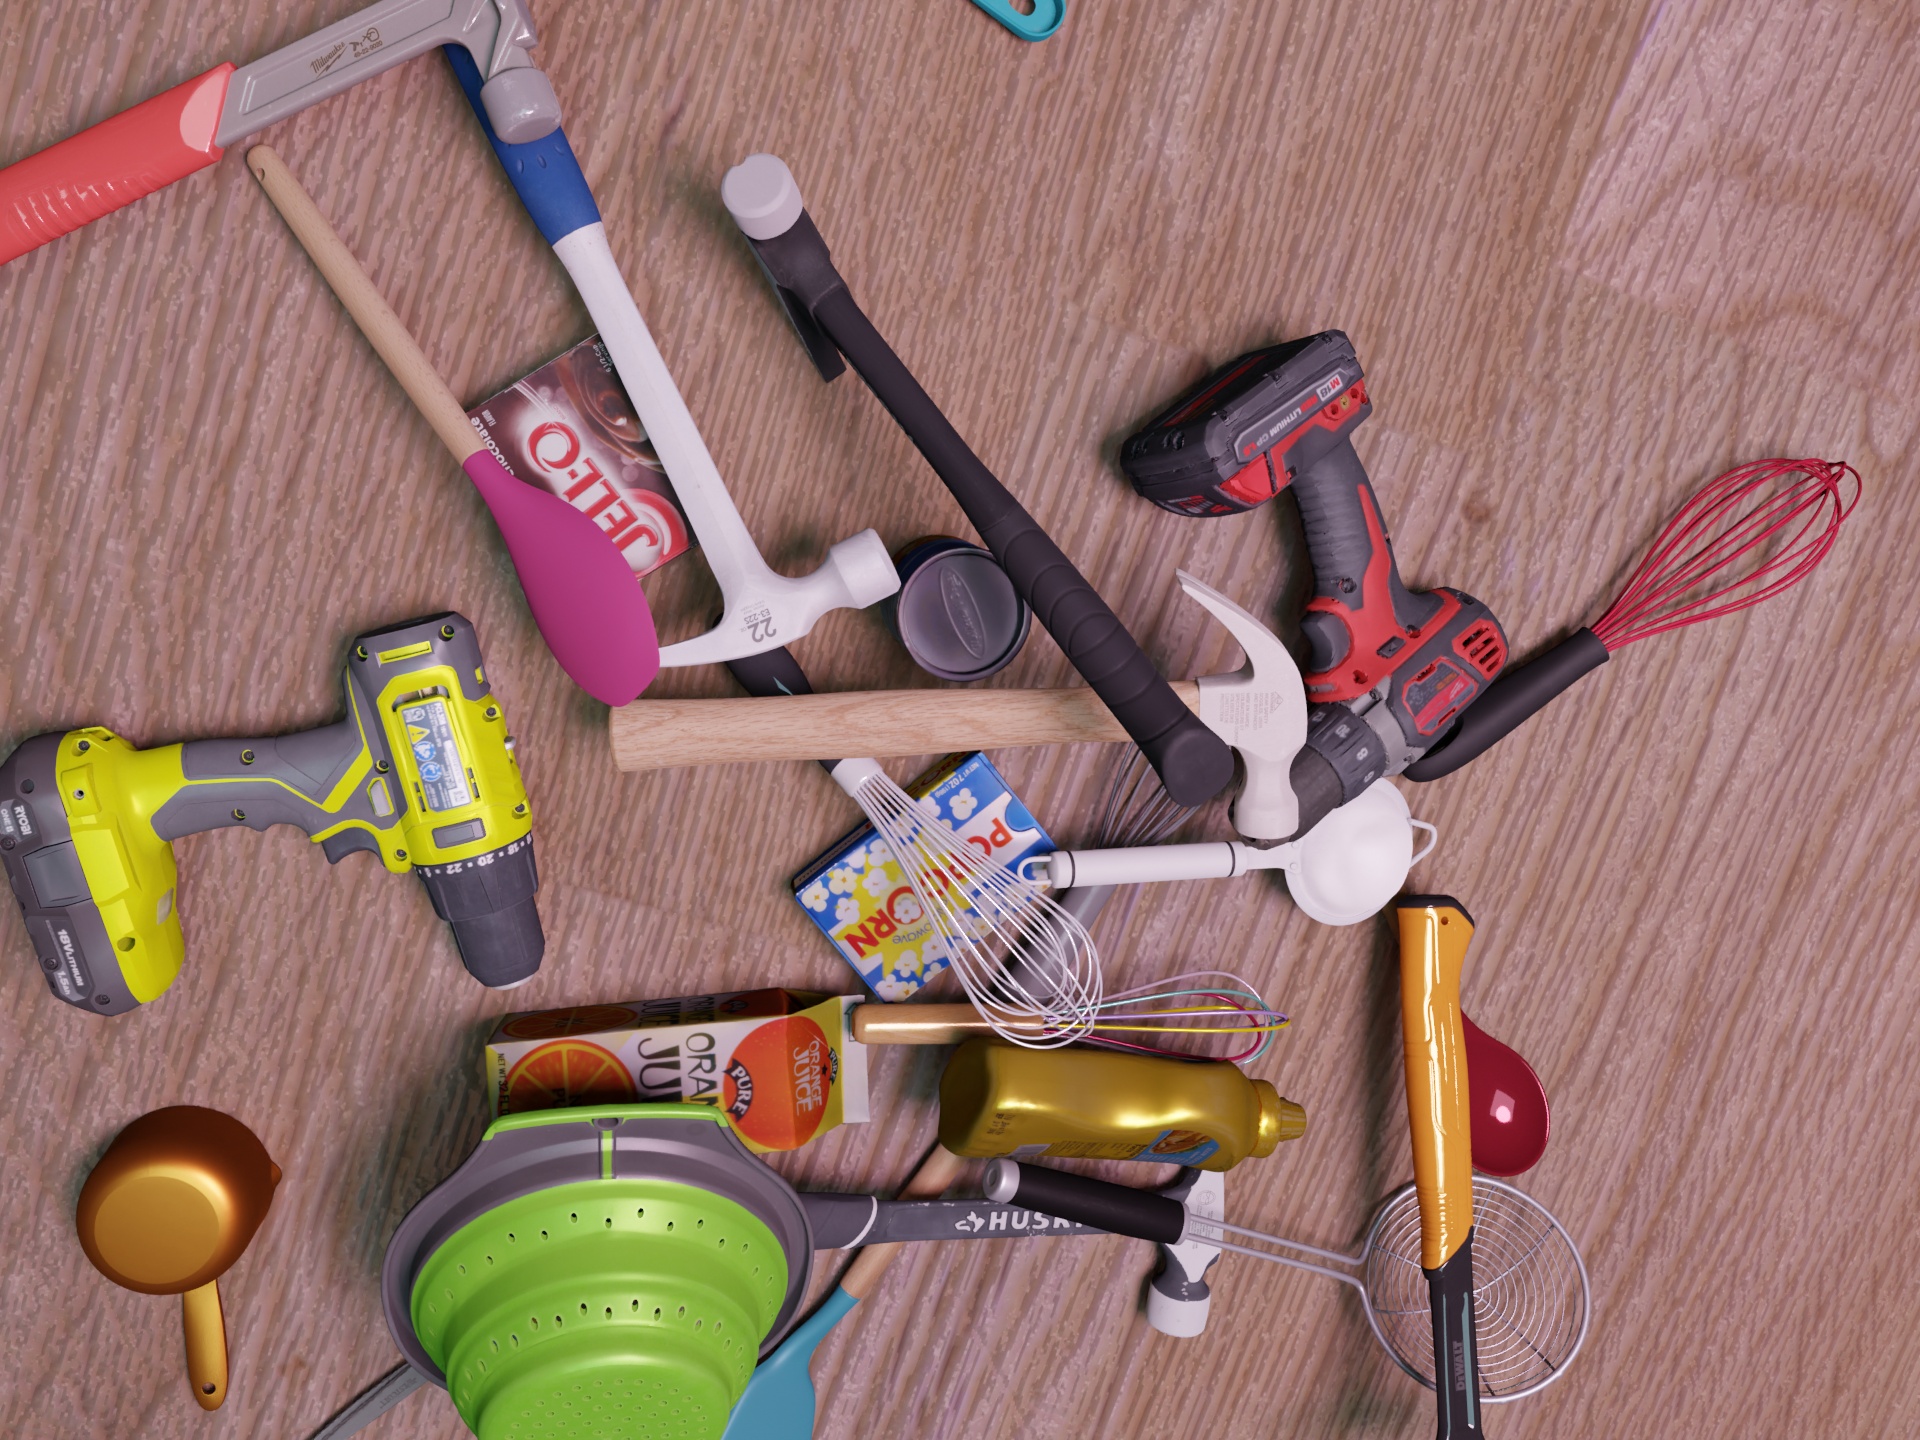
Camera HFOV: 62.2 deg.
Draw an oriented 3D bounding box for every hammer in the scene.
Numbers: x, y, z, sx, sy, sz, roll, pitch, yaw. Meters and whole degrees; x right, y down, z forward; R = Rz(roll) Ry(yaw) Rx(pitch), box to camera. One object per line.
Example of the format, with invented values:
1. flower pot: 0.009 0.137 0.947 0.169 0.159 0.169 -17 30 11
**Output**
1. hammer: -0.001 -0.002 0.760 0.331 0.031 0.130 -2 108 0
2. hammer: -0.035 0.264 0.854 0.408 0.036 0.149 6 97 -22
3. hammer: 0.009 -0.099 0.709 0.035 0.146 0.335 -36 73 -1
4. hammer: -0.179 -0.213 0.740 0.144 0.035 0.405 -26 94 -2
5. hammer: 0.257 0.264 0.867 0.127 0.034 0.337 1 83 -17
6. hammer: -0.364 -0.264 0.707 0.359 0.037 0.149 -23 93 5

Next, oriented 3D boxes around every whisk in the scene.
1. whisk: -0.031 0.049 0.802 0.070 0.070 0.285 -42 81 0
2. whisk: 0.062 0.164 0.860 0.245 0.047 0.051 2 121 -13
3. whisk: 0.077 0.086 0.871 0.055 0.055 0.239 30 98 -14
4. whisk: 0.371 -0.054 0.888 0.296 0.073 0.073 -35 104 4

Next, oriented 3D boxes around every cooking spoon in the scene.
1. cooking spoon: -0.238 -0.140 0.734 0.068 0.017 0.319 -40 82 33

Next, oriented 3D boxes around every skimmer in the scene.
1. skimmer: 0.186 0.288 0.878 0.363 0.090 0.127 21 63 -23

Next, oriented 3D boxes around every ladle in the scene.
1. ladle: 0.260 0.126 0.918 0.069 0.031 0.315 -30 102 -13

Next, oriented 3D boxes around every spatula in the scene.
1. spatula: -0.040 0.307 0.894 0.082 0.044 0.317 34 92 -38

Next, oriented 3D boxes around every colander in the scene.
1. colander: -0.176 0.357 0.783 0.204 0.095 0.396 0 125 -14

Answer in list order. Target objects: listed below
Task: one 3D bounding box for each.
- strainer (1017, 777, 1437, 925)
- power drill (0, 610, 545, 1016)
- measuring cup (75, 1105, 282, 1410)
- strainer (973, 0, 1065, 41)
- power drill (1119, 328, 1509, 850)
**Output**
1. strainer: 0.153 0.075 0.847 0.258 0.050 0.087 -2 101 -16
2. power drill: -0.327 0.063 0.784 0.228 0.080 0.190 -14 102 -9
3. measuring cup: -0.404 0.291 0.825 0.095 0.052 0.173 -3 99 -9
4. strainer: -0.087 -0.426 0.719 0.340 0.095 0.211 32 94 -12
5. power drill: 0.174 -0.063 0.821 0.188 0.080 0.226 -38 108 -20
